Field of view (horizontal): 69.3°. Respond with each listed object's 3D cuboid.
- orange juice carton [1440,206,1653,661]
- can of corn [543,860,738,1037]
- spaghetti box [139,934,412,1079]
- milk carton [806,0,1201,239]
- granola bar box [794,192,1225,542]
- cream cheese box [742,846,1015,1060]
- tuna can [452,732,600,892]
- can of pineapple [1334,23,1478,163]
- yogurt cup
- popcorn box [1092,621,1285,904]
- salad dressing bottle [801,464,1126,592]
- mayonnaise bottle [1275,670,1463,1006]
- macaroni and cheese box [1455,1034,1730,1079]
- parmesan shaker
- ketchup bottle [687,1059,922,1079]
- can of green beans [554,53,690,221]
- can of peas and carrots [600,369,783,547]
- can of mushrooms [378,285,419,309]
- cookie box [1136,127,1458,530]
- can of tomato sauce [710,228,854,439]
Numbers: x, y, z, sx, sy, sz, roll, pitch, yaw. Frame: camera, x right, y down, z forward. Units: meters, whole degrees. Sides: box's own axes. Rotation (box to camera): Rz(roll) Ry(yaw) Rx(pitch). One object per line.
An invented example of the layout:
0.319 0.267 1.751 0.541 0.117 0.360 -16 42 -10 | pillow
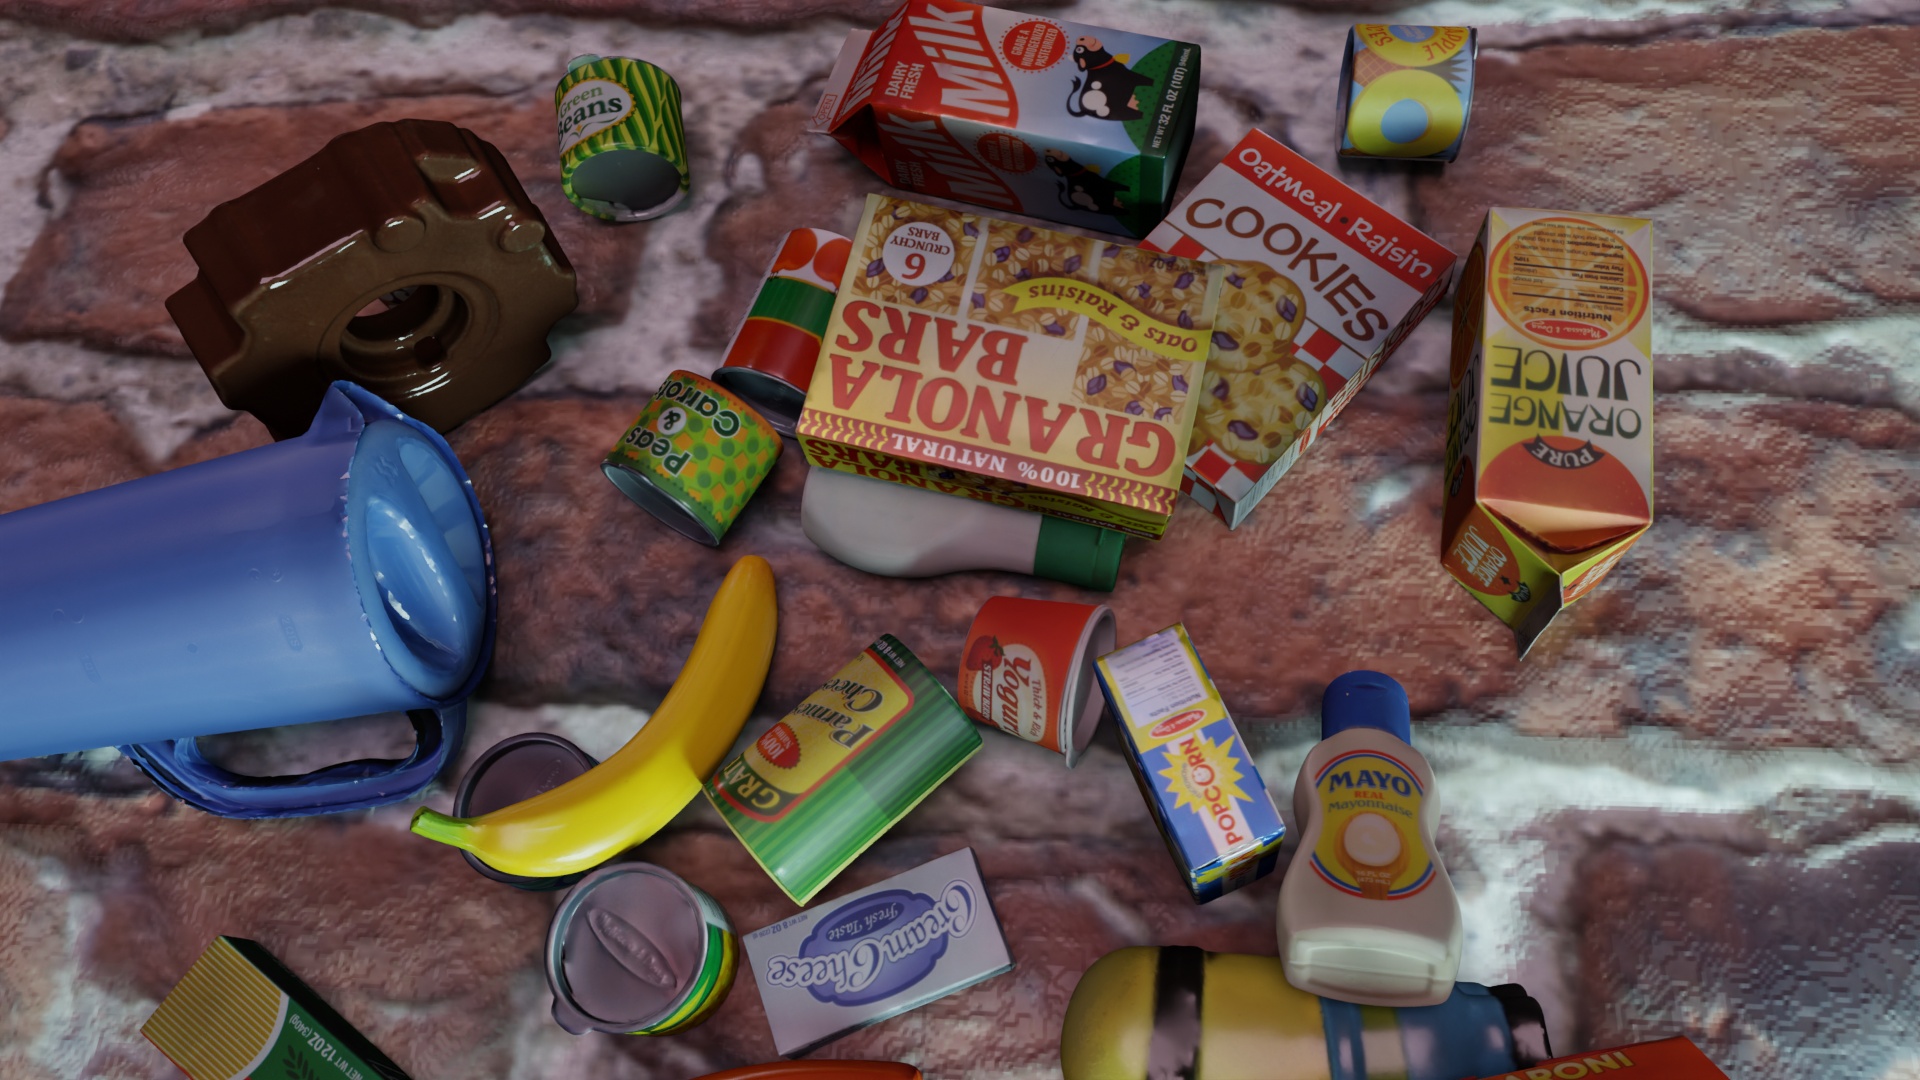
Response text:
0.260 -0.048 0.619 0.073 0.071 0.193 7 68 9 | orange juice carton
-0.132 0.173 0.576 0.071 0.058 0.071 -2 68 5 | can of corn
-0.231 0.254 0.569 0.250 0.028 0.050 31 75 17 | spaghetti box
0.020 -0.220 0.714 0.191 0.073 0.072 15 71 12 | milk carton
0.024 -0.078 0.623 0.166 0.039 0.124 13 73 5 | granola bar box
-0.034 0.173 0.584 0.104 0.024 0.053 -21 69 -3 | cream cheese box
-0.184 0.122 0.616 0.071 0.032 0.071 -2 68 5 | tuna can
0.222 -0.227 0.698 0.058 0.070 0.071 4 69 8 | can of pineapple
0.033 0.056 0.605 0.054 0.072 0.072 12 70 19 | yogurt cup
0.090 0.092 0.549 0.038 0.126 0.085 -24 67 1 | popcorn box
0.002 -0.008 0.645 0.148 0.043 0.064 12 68 9 | salad dressing bottle
0.159 0.110 0.543 0.065 0.041 0.149 3 34 14 | mayonnaise bottle
0.206 0.263 0.473 0.124 0.040 0.166 -12 98 0 | macaroni and cheese box
-0.051 0.096 0.597 0.103 0.071 0.071 -40 70 -11 | parmesan shaker
-0.090 0.240 0.552 0.149 0.043 0.065 -1 72 6 | ketchup bottle
-0.179 -0.211 0.734 0.071 0.071 0.058 -11 68 1 | can of green beans
-0.127 -0.040 0.656 0.071 0.070 0.059 28 73 16 | can of peas and carrots
-0.287 -0.154 0.739 0.071 0.033 0.071 -2 67 5 | can of mushrooms
0.138 -0.106 0.673 0.123 0.040 0.168 40 78 19 | cookie box
-0.072 -0.099 0.678 0.071 0.071 0.083 18 70 13 | can of tomato sauce
